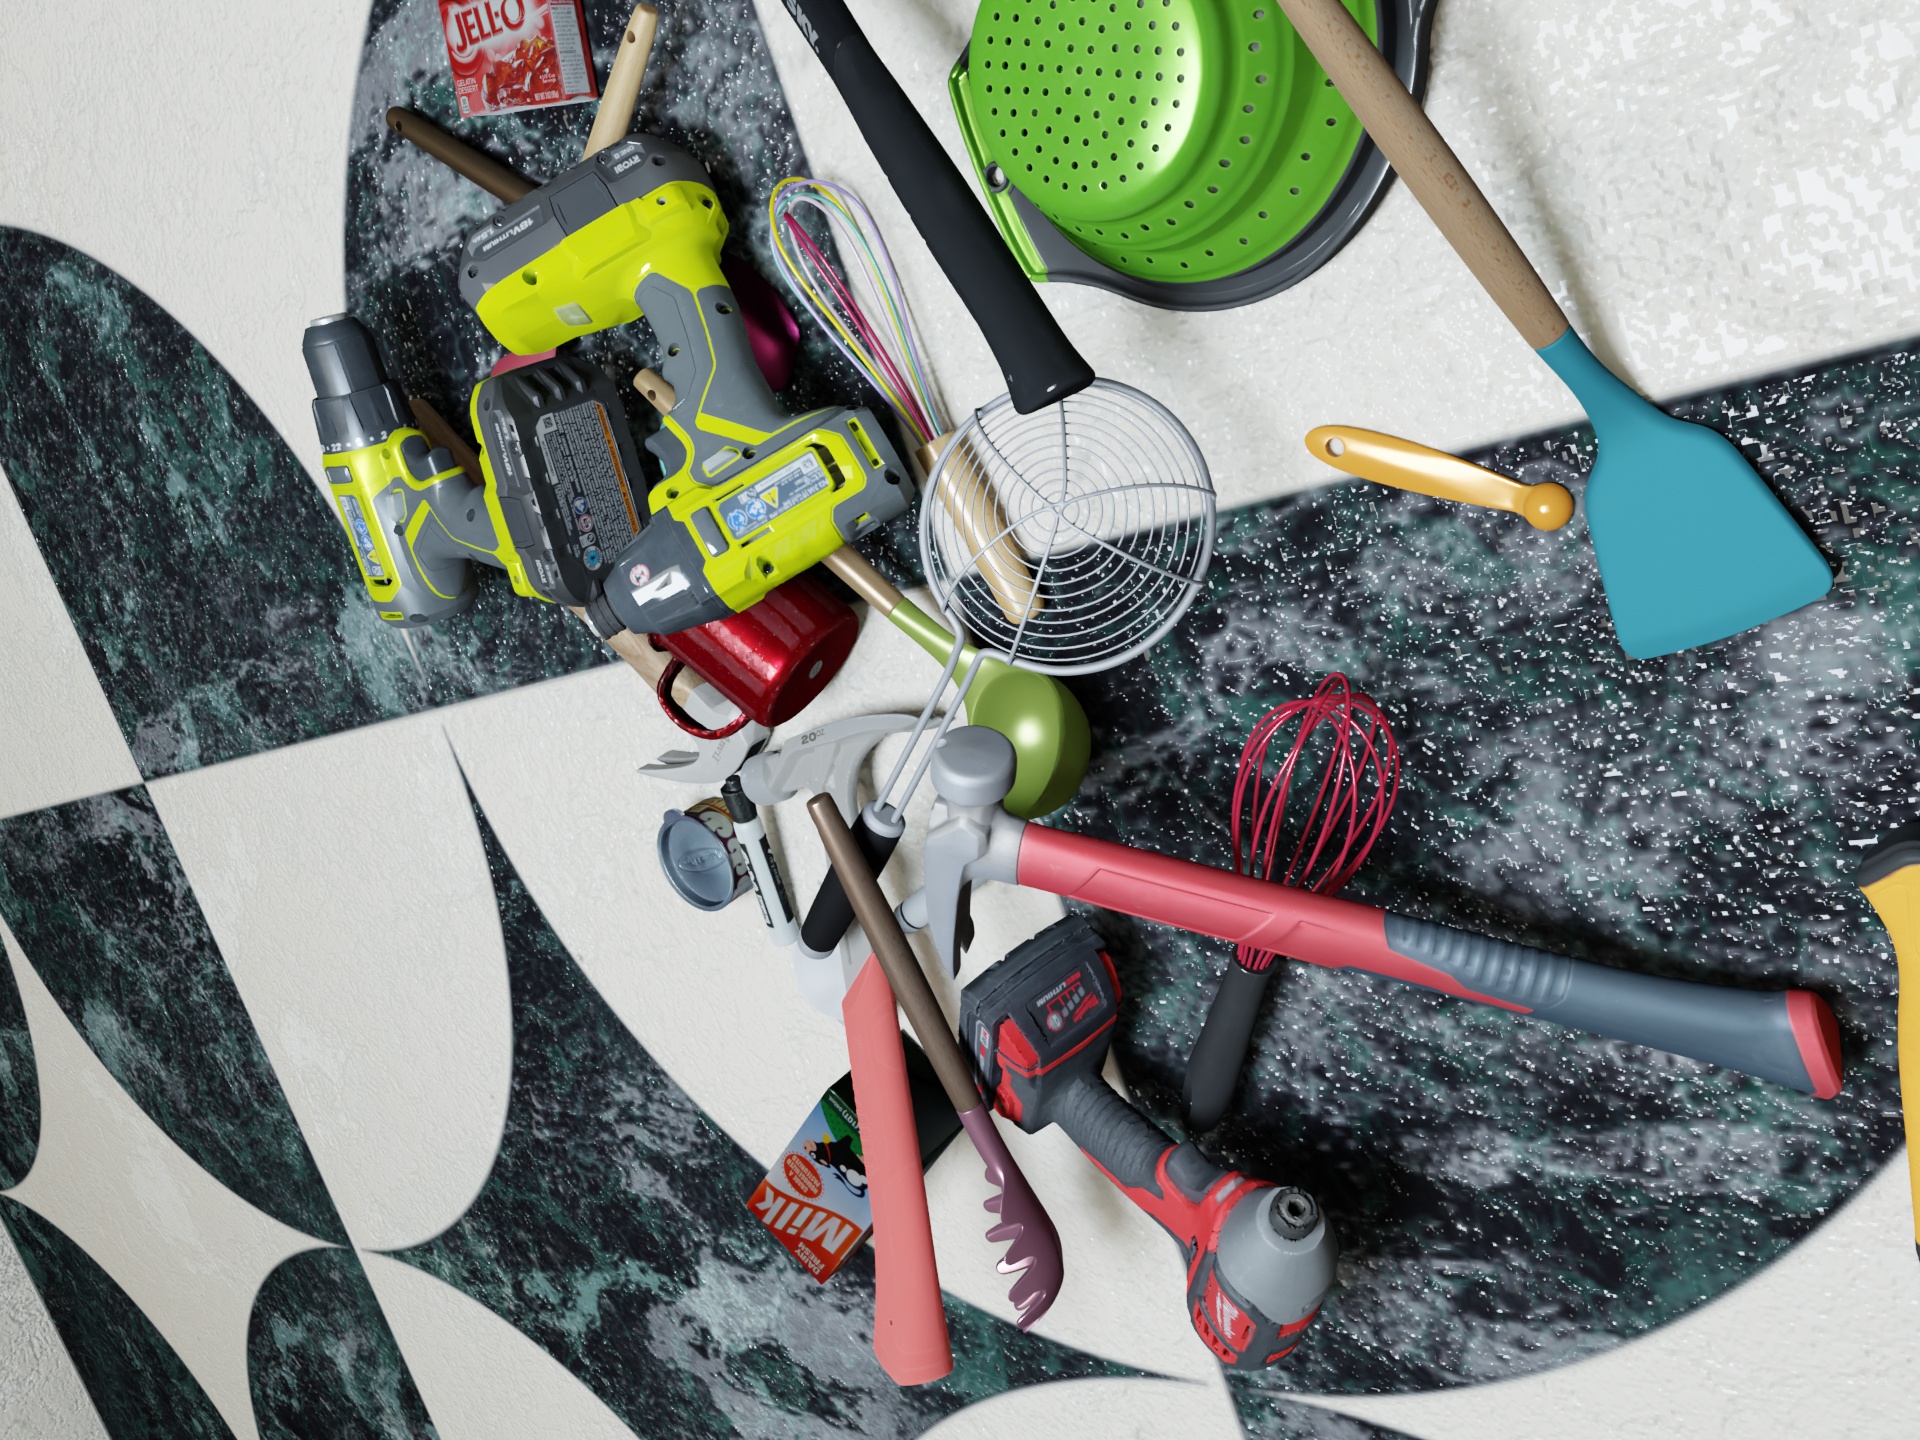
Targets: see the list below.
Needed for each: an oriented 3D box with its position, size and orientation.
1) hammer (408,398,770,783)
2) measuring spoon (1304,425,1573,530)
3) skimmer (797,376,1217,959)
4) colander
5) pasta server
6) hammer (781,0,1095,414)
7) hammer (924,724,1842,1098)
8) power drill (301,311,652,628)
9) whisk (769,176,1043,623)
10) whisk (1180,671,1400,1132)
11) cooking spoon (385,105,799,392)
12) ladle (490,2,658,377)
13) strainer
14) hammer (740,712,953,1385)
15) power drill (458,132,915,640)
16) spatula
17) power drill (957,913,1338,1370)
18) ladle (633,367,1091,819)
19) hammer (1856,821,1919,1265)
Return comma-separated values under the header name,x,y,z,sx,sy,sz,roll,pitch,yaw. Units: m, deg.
name,x,y,z,sx,sy,sz,roll,pitch,yaw
hammer,-0.244,-0.086,0.996,0.331,0.031,0.130,43,130,14
measuring spoon,0.196,-0.102,0.662,0.117,0.011,0.021,23,123,28
skimmer,-0.001,-0.002,0.770,0.127,0.090,0.363,38,136,9
colander,0.130,-0.277,0.576,0.397,0.094,0.204,-17,100,41
pasta server,-0.013,0.178,0.817,0.316,0.040,0.060,66,176,-16
hammer,-0.038,-0.267,0.665,0.335,0.035,0.146,60,165,14
hammer,0.170,0.105,0.694,0.386,0.038,0.143,14,134,14
power drill,-0.294,-0.149,0.930,0.229,0.080,0.190,5,117,38
whisk,-0.027,-0.156,0.787,0.051,0.047,0.245,-27,97,20
whisk,0.147,0.100,0.766,0.073,0.073,0.295,29,131,24
cooking spoon,-0.213,-0.274,0.893,0.319,0.017,0.068,35,127,19
ladle,-0.215,-0.252,0.878,0.069,0.031,0.315,44,135,9
strainer,-0.036,0.117,0.926,0.258,0.050,0.087,-40,70,38
hammer,-0.041,0.178,0.881,0.149,0.036,0.359,-16,80,40
power drill,-0.149,-0.160,0.793,0.171,0.080,0.223,-30,79,1
spatula,0.200,-0.154,0.575,0.317,0.044,0.082,45,138,-19
power drill,0.095,0.210,0.791,0.220,0.078,0.143,45,152,28
ladle,-0.058,-0.072,0.819,0.320,0.062,0.078,43,125,6
hammer,0.403,0.199,0.628,0.127,0.034,0.336,-1,110,39
